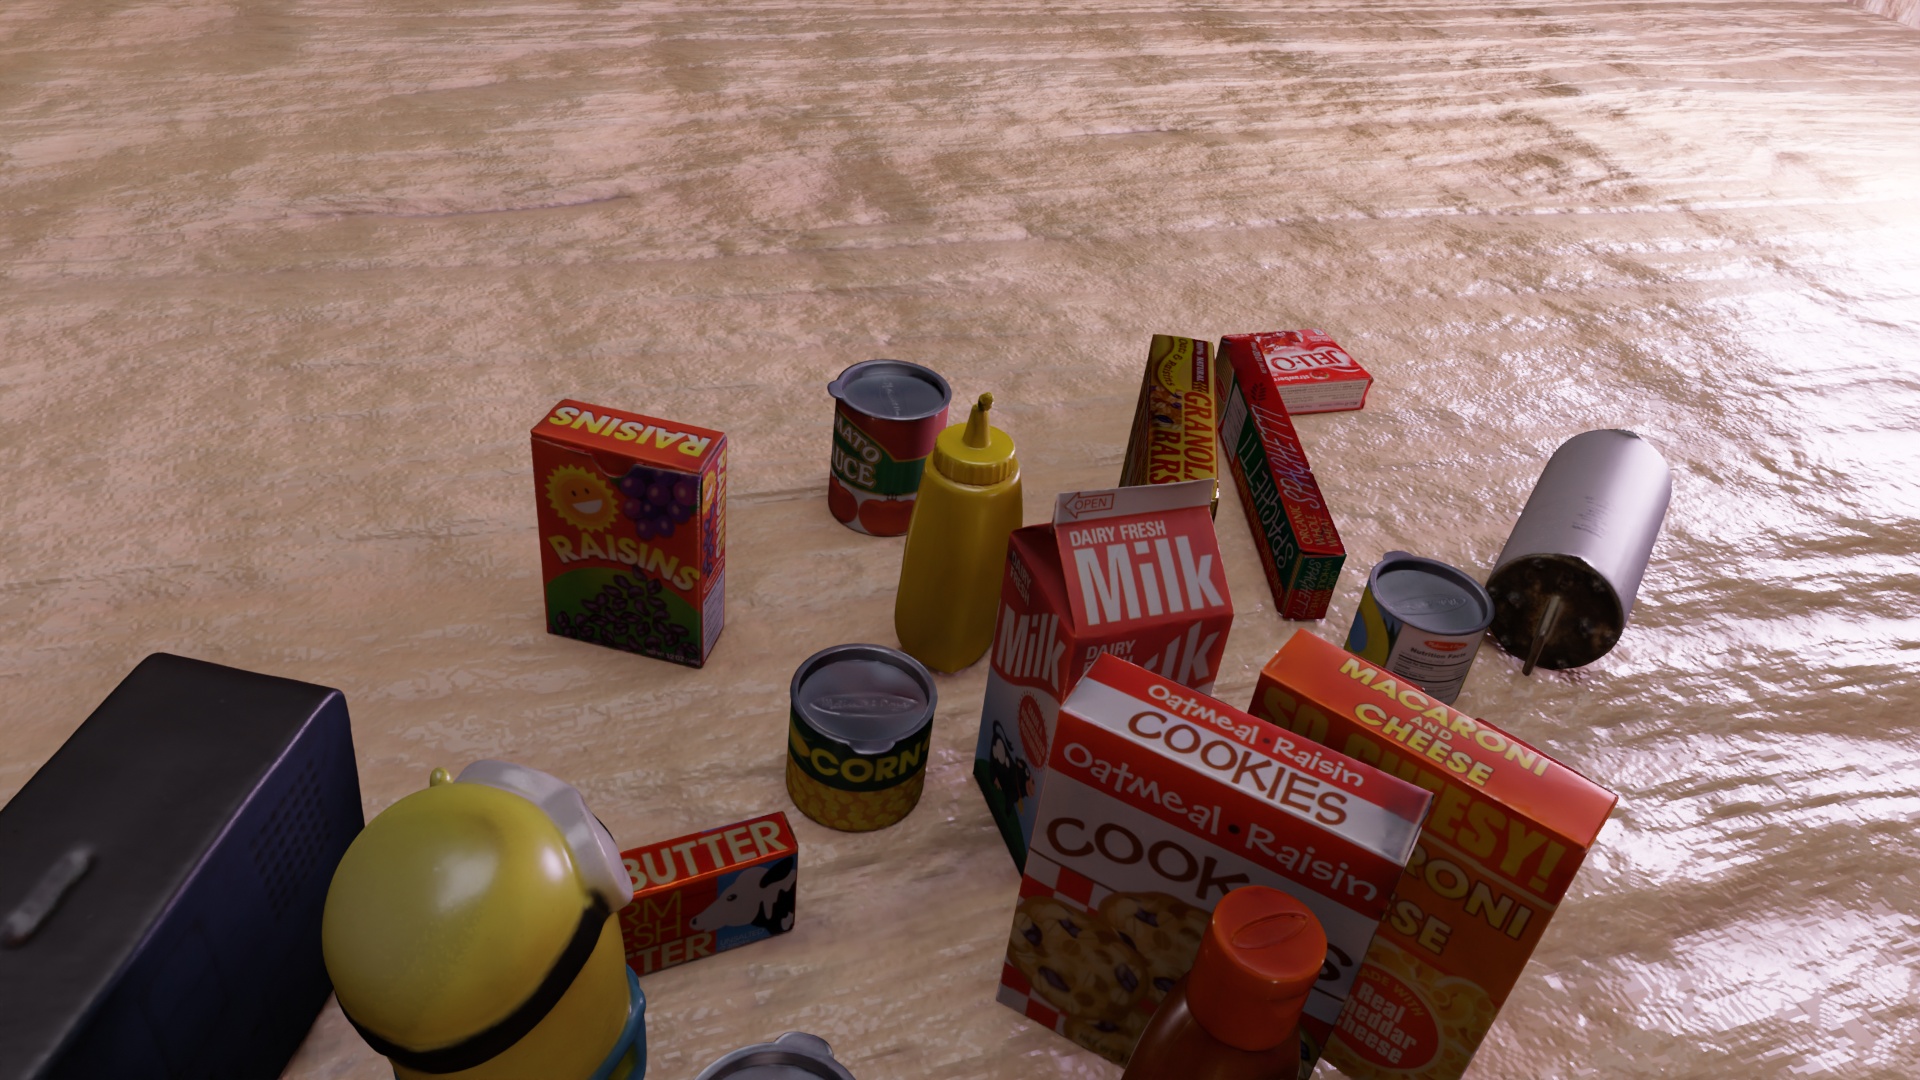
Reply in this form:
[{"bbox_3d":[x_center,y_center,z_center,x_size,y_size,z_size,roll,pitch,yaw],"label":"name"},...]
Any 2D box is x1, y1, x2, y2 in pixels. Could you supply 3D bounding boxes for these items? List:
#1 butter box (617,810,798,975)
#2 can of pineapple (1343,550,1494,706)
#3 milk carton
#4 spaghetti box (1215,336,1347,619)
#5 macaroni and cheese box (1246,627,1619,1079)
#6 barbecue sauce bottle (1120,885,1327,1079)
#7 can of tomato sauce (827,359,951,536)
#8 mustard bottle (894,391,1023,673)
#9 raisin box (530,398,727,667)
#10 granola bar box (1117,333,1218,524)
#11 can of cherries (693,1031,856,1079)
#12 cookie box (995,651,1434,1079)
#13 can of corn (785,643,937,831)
[{"bbox_3d":[-0.117,0.145,0.555,0.104,0.052,0.024,-10,40,-24],"label":"butter box"},{"bbox_3d":[0.246,0.049,0.751,0.071,0.057,0.071,5,36,-4],"label":"can of pineapple"},{"bbox_3d":[0.059,0.054,0.597,0.072,0.189,0.074,-7,39,-20],"label":"milk carton"},{"bbox_3d":[0.194,-0.047,0.878,0.029,0.049,0.251,4,36,-5],"label":"spaghetti box"},{"bbox_3d":[0.156,0.130,0.533,0.124,0.165,0.040,29,41,26],"label":"macaroni and cheese box"},{"bbox_3d":[0.086,0.178,0.470,0.065,0.147,0.044,-10,40,-23],"label":"barbecue sauce bottle"},{"bbox_3d":[-0.044,-0.054,0.812,0.071,0.082,0.071,5,36,-4],"label":"can of tomato sauce"},{"bbox_3d":[0.002,-0.009,0.696,0.049,0.159,0.065,25,39,21],"label":"mustard bottle"},{"bbox_3d":[-0.162,-0.002,0.686,0.086,0.122,0.040,13,36,7],"label":"raisin box"},{"bbox_3d":[0.110,-0.021,0.763,0.039,0.123,0.166,10,36,2],"label":"granola bar box"},{"bbox_3d":[-0.063,0.213,0.469,0.071,0.058,0.072,5,36,-4],"label":"can of cherries"},{"bbox_3d":[0.086,0.134,0.513,0.123,0.166,0.040,23,38,19],"label":"cookie box"},{"bbox_3d":[-0.046,0.092,0.636,0.071,0.058,0.071,5,36,-4],"label":"can of corn"}]
